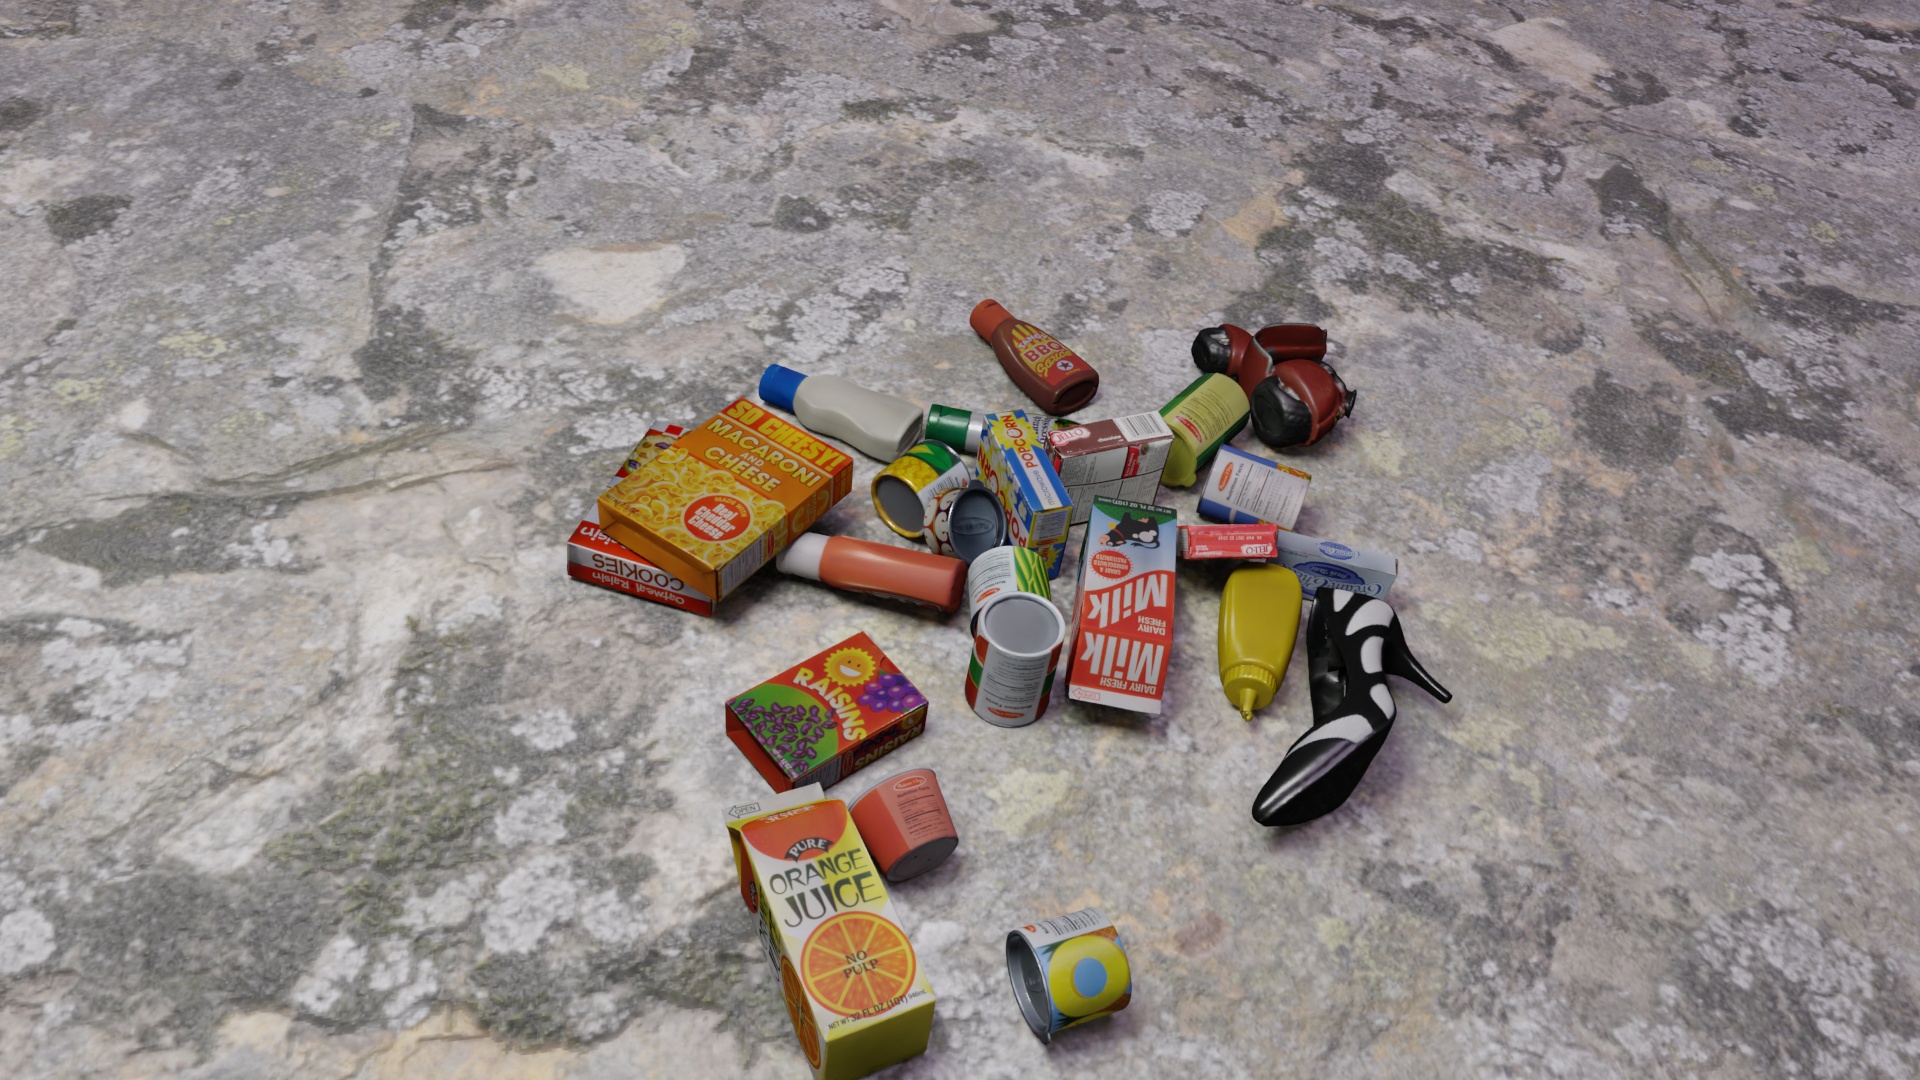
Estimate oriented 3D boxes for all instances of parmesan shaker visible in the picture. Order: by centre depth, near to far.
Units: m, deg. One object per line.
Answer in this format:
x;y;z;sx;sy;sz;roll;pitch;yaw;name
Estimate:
0.215;-0.101;1.278;0.071;0.071;0.103;32;48;22;parmesan shaker

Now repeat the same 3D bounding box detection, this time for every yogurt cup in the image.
-0.037;0.193;0.938;0.072;0.072;0.054;-17;58;-24;yogurt cup

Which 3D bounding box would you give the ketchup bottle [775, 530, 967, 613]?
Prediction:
-0.072;0.022;1.111;0.149;0.043;0.065;12;1;9;ketchup bottle

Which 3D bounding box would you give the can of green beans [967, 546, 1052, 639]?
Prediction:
0.039;0.047;1.096;0.071;0.070;0.058;3;44;-6;can of green beans

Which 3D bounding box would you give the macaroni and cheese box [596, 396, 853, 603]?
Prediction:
-0.184;-0.037;1.105;0.124;0.040;0.167;29;47;20;macaroni and cheese box

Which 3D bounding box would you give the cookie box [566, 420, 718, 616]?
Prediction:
-0.229;-0.021;1.141;0.123;0.040;0.168;15;43;6;cookie box

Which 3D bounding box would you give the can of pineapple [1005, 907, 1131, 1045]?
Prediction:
0.068;0.272;0.873;0.058;0.070;0.071;-11;47;-19;can of pineapple

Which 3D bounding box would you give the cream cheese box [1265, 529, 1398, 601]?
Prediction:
0.309;0.027;1.169;0.104;0.053;0.024;13;46;4;cream cheese box

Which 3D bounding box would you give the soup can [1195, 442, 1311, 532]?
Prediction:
0.258;-0.041;1.224;0.084;0.071;0.072;21;45;11;soup can

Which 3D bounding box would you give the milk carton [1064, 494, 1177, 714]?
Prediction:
0.127;0.057;1.094;0.072;0.073;0.191;10;44;1;milk carton

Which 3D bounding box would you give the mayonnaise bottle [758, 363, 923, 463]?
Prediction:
-0.111;-0.120;1.261;0.148;0.041;0.065;22;44;14;mayonnaise bottle

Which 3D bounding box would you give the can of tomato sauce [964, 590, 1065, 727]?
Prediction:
0.040;0.087;1.043;0.071;0.082;0.071;5;45;-5;can of tomato sauce

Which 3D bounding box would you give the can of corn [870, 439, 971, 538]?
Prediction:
-0.035;-0.044;1.178;0.071;0.070;0.058;33;49;23;can of corn

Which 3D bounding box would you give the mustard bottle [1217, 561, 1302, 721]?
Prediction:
0.233;0.085;1.101;0.065;0.048;0.161;12;44;10;mustard bottle

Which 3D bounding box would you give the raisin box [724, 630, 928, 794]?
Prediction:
-0.097;0.128;1.011;0.124;0.039;0.086;-26;53;-32;raisin box

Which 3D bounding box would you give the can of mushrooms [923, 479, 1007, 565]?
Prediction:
0.004;-0.014;1.141;0.033;0.071;0.071;-2;27;48;can of mushrooms

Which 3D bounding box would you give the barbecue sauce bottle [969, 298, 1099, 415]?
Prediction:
0.066;-0.181;1.350;0.065;0.043;0.149;-24;53;-28;barbecue sauce bottle

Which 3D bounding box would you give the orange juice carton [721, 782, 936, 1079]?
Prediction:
-0.088;0.236;0.877;0.072;0.072;0.193;-14;48;-22;orange juice carton

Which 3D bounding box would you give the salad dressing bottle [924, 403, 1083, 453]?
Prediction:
0.043;-0.092;1.255;0.148;0.043;0.064;11;43;2;salad dressing bottle

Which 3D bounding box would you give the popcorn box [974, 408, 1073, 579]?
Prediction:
0.051;-0.038;1.171;0.038;0.084;0.127;-9;47;-16;popcorn box
